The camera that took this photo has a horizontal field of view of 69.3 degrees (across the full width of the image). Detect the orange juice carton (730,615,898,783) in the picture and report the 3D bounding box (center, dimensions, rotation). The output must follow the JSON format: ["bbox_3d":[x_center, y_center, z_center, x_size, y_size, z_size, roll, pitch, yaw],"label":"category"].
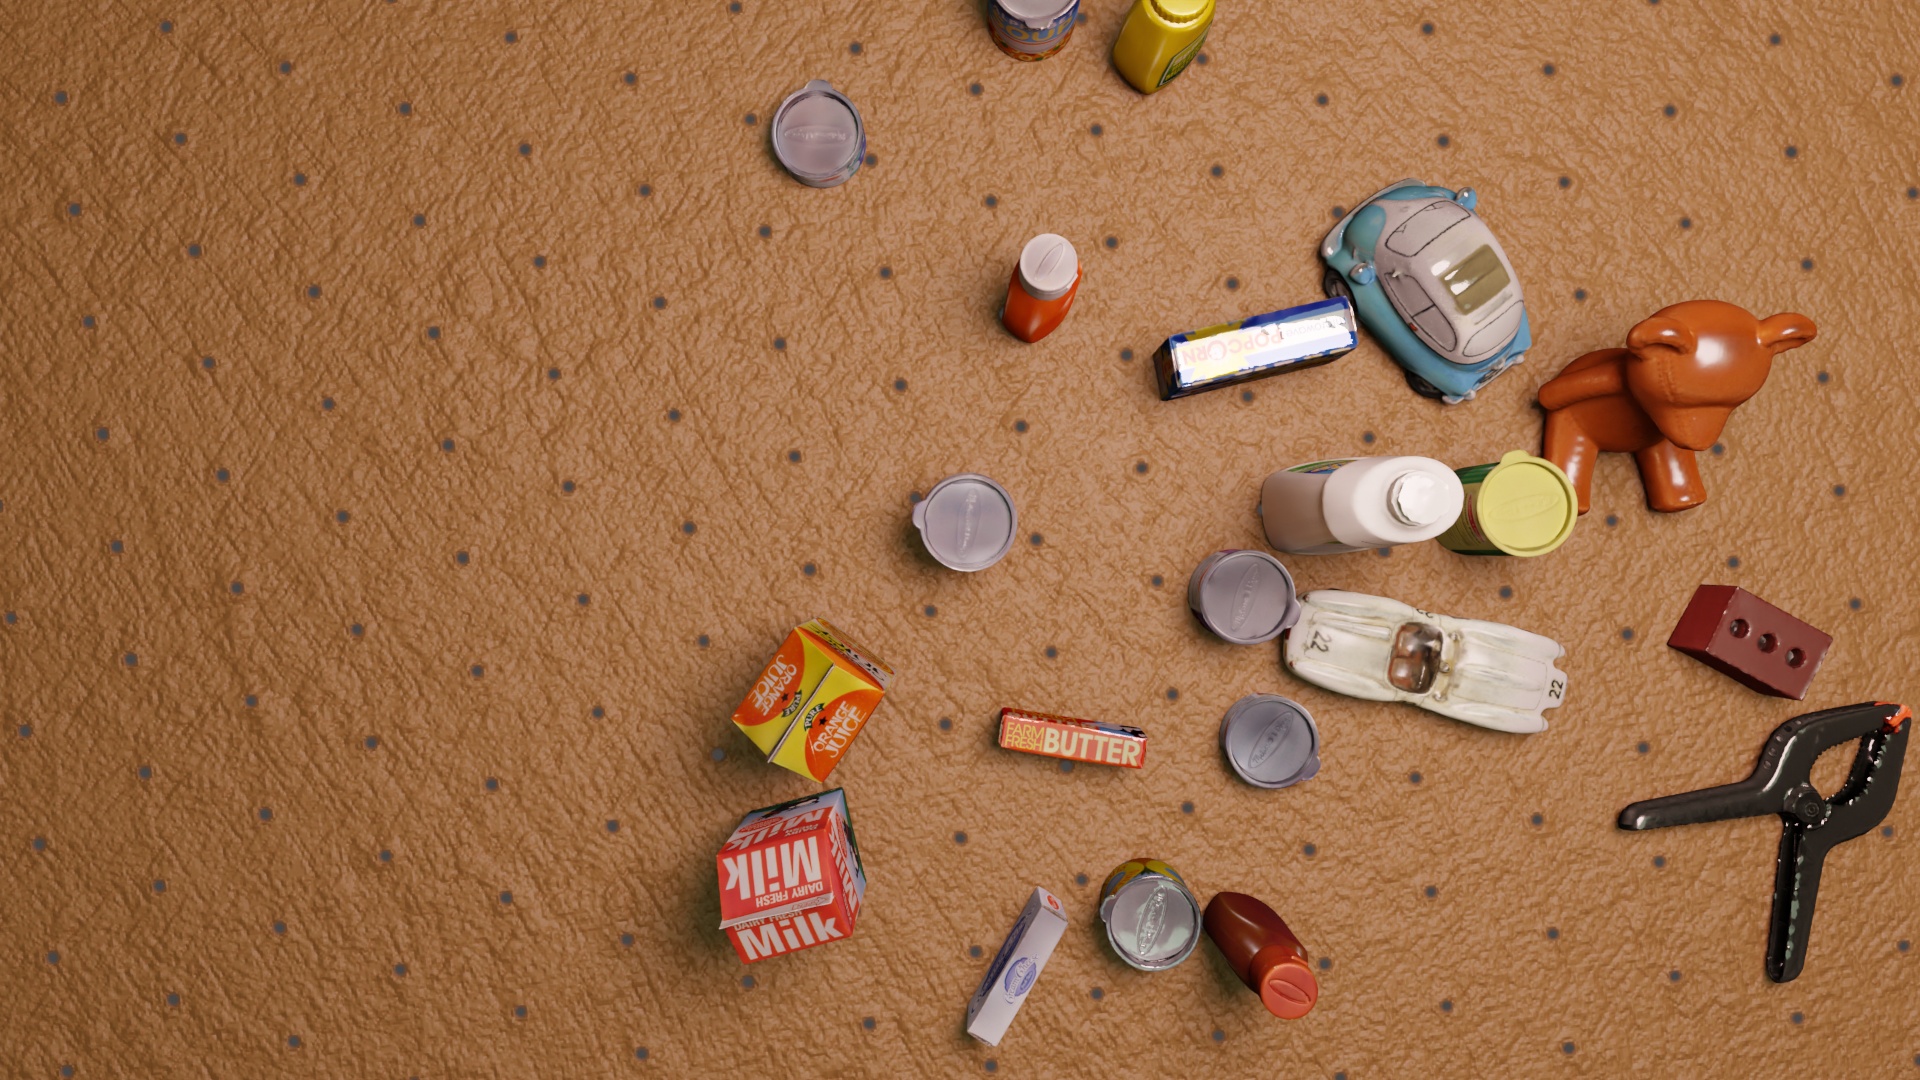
[{"bbox_3d":[-0.094,0.103,0.916,0.073,0.192,0.072,35,90,0],"label":"orange juice carton"}]

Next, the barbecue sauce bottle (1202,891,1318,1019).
[{"bbox_3d":[0.205,0.279,0.934,0.065,0.148,0.043,28,90,0],"label":"barbecue sauce bottle"}]

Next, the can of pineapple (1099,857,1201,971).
[{"bbox_3d":[0.132,0.261,0.980,0.071,0.058,0.071,0,90,0],"label":"can of pineapple"}]

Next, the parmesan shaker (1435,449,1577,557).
[{"bbox_3d":[0.371,-0.025,0.960,0.071,0.103,0.071,0,90,0],"label":"parmesan shaker"}]

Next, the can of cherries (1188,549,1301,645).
[{"bbox_3d":[0.200,0.040,0.983,0.071,0.058,0.071,0,90,0],"label":"can of cherries"}]

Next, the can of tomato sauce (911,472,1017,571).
[{"bbox_3d":[0.003,-0.012,0.972,0.071,0.083,0.071,0,90,0],"label":"can of tomato sauce"}]

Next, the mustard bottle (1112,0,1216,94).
[{"bbox_3d":[0.141,-0.353,0.937,0.065,0.160,0.049,-44,90,0],"label":"mustard bottle"}]

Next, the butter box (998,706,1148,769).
[{"bbox_3d":[0.078,0.140,0.985,0.103,0.053,0.024,9,90,0],"label":"butter box"}]

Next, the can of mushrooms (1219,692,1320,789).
[{"bbox_3d":[0.222,0.144,0.994,0.071,0.033,0.071,0,89,0],"label":"can of mushrooms"}]

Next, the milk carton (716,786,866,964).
[{"bbox_3d":[-0.110,0.221,0.916,0.072,0.190,0.073,-14,90,0],"label":"milk carton"}]

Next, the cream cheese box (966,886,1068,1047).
[{"bbox_3d":[0.040,0.300,0.983,0.024,0.053,0.104,30,90,0],"label":"cream cheese box"}]

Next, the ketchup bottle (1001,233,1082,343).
[{"bbox_3d":[0.057,-0.174,0.941,0.043,0.149,0.064,35,90,0],"label":"ketchup bottle"}]

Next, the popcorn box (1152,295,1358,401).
[{"bbox_3d":[0.204,-0.133,0.971,0.127,0.085,0.038,-13,90,0],"label":"popcorn box"}]

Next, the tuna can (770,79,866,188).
[{"bbox_3d":[-0.102,-0.292,1.001,0.071,0.033,0.071,0,89,0],"label":"tuna can"}]

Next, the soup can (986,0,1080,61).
[{"bbox_3d":[0.051,-0.379,0.976,0.071,0.084,0.071,0,90,0],"label":"soup can"}]
